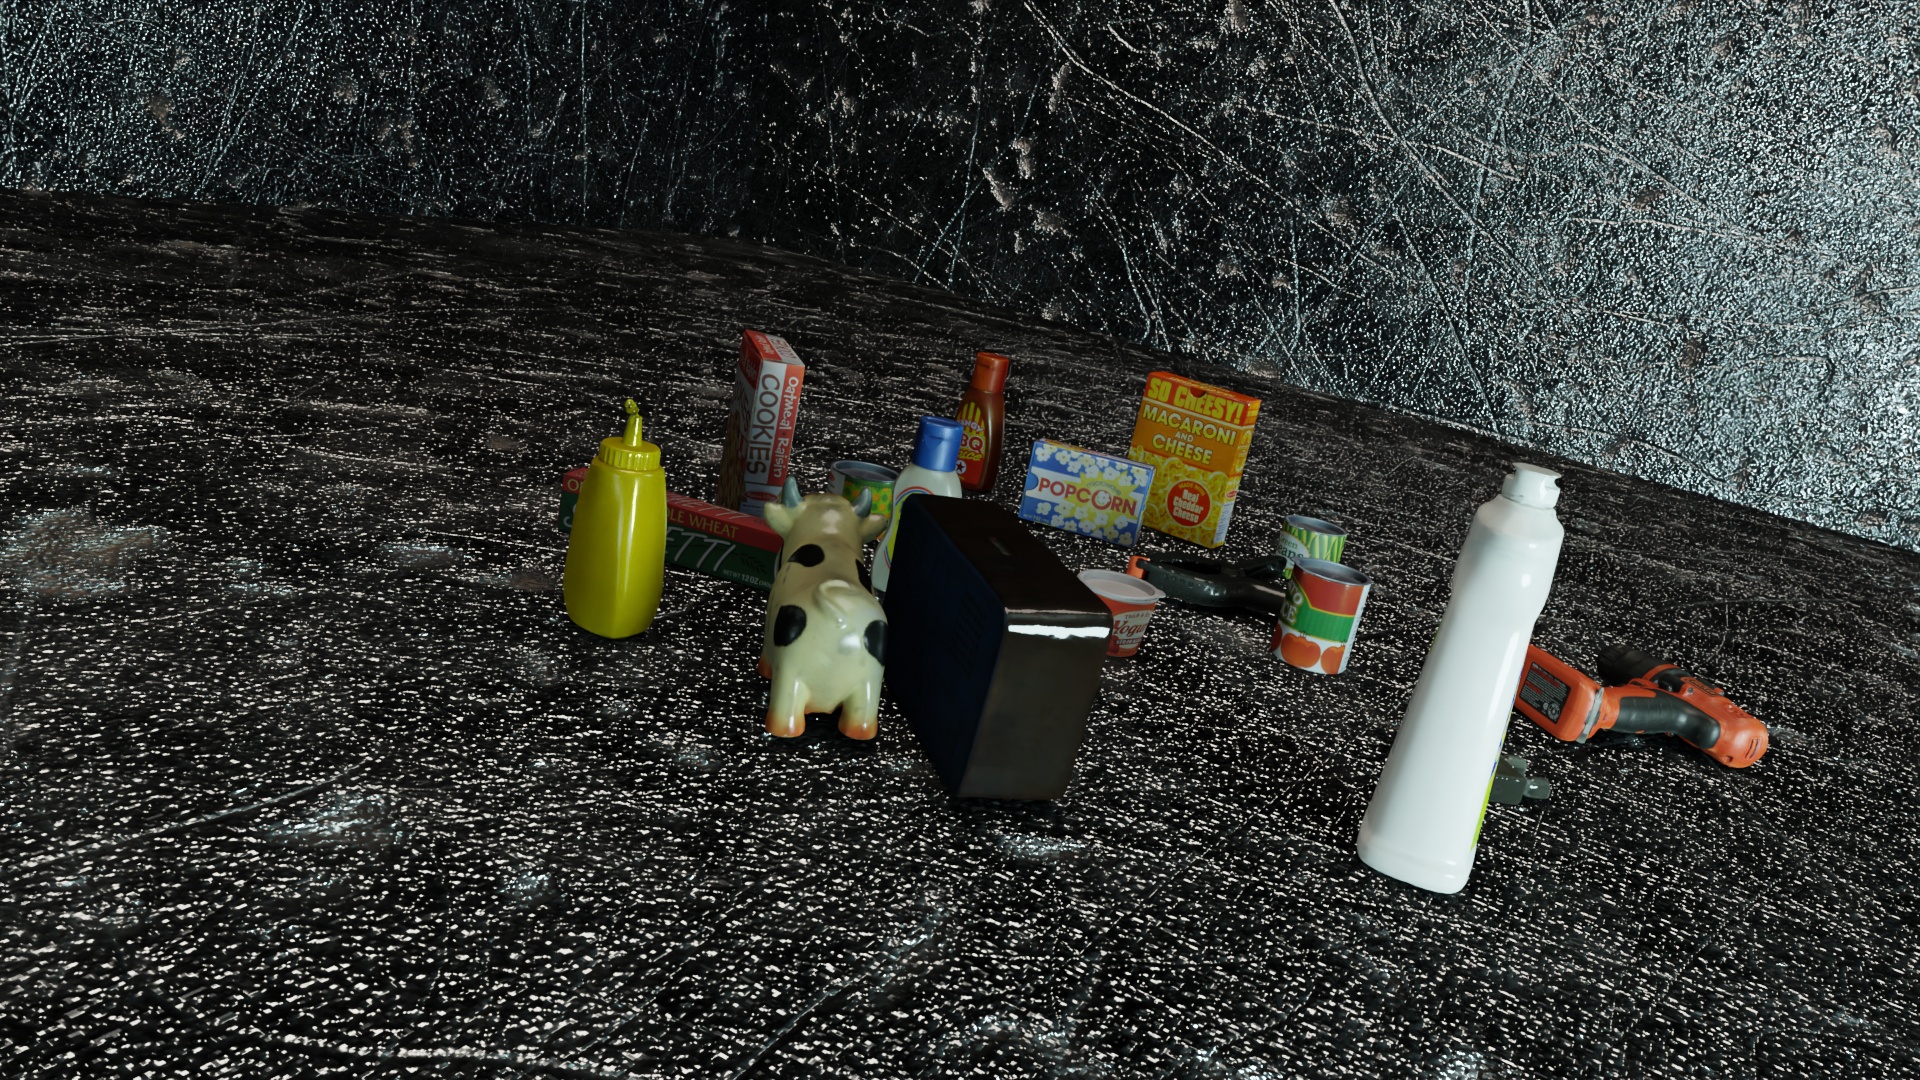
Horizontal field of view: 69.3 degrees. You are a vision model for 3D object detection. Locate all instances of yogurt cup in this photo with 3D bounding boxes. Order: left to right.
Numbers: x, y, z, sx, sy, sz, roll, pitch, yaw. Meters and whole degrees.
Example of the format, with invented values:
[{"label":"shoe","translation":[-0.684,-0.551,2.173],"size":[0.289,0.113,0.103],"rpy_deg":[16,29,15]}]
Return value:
[{"label":"yogurt cup","translation":[0.122,0.059,1.123],"size":[0.072,0.053,0.072],"rpy_deg":[11,16,-3]}]

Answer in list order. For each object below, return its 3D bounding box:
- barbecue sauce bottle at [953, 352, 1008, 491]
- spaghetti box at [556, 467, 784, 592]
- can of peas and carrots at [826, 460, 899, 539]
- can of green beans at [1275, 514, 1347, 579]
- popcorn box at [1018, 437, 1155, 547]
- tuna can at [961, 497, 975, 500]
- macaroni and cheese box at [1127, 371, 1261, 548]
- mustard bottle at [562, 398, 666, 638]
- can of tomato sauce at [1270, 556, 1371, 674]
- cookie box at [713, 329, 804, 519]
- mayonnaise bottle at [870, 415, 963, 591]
[{"label":"barbecue sauce bottle","translation":[0.021,-0.133,1.541],"size":[0.065,0.148,0.044],"rpy_deg":[21,18,31]},{"label":"spaghetti box","translation":[-0.205,-0.003,1.103],"size":[0.250,0.050,0.029],"rpy_deg":[16,16,12]},{"label":"can of peas and carrots","translation":[-0.090,-0.038,1.293],"size":[0.071,0.058,0.071],"rpy_deg":[11,15,-3]},{"label":"can of green beans","translation":[0.369,0.010,1.469],"size":[0.071,0.057,0.071],"rpy_deg":[11,15,-3]},{"label":"popcorn box","translation":[0.133,-0.051,1.457],"size":[0.127,0.085,0.038],"rpy_deg":[15,15,11]},{"label":"tuna can","translation":[0.005,-0.017,1.339],"size":[0.071,0.032,0.071],"rpy_deg":[11,16,-3]},{"label":"macaroni and cheese box","translation":[0.248,-0.090,1.527],"size":[0.124,0.166,0.040],"rpy_deg":[21,17,28]},{"label":"mustard bottle","translation":[-0.226,-0.017,0.932],"size":[0.065,0.159,0.049],"rpy_deg":[21,17,29]},{"label":"can of tomato sauce","translation":[0.306,0.064,1.192],"size":[0.071,0.082,0.071],"rpy_deg":[11,15,-3]},{"label":"cookie box","translation":[-0.177,-0.088,1.202],"size":[0.040,0.167,0.123],"rpy_deg":[7,16,-19]},{"label":"mayonnaise bottle","translation":[-0.030,-0.026,1.134],"size":[0.065,0.147,0.041],"rpy_deg":[16,16,12]}]
